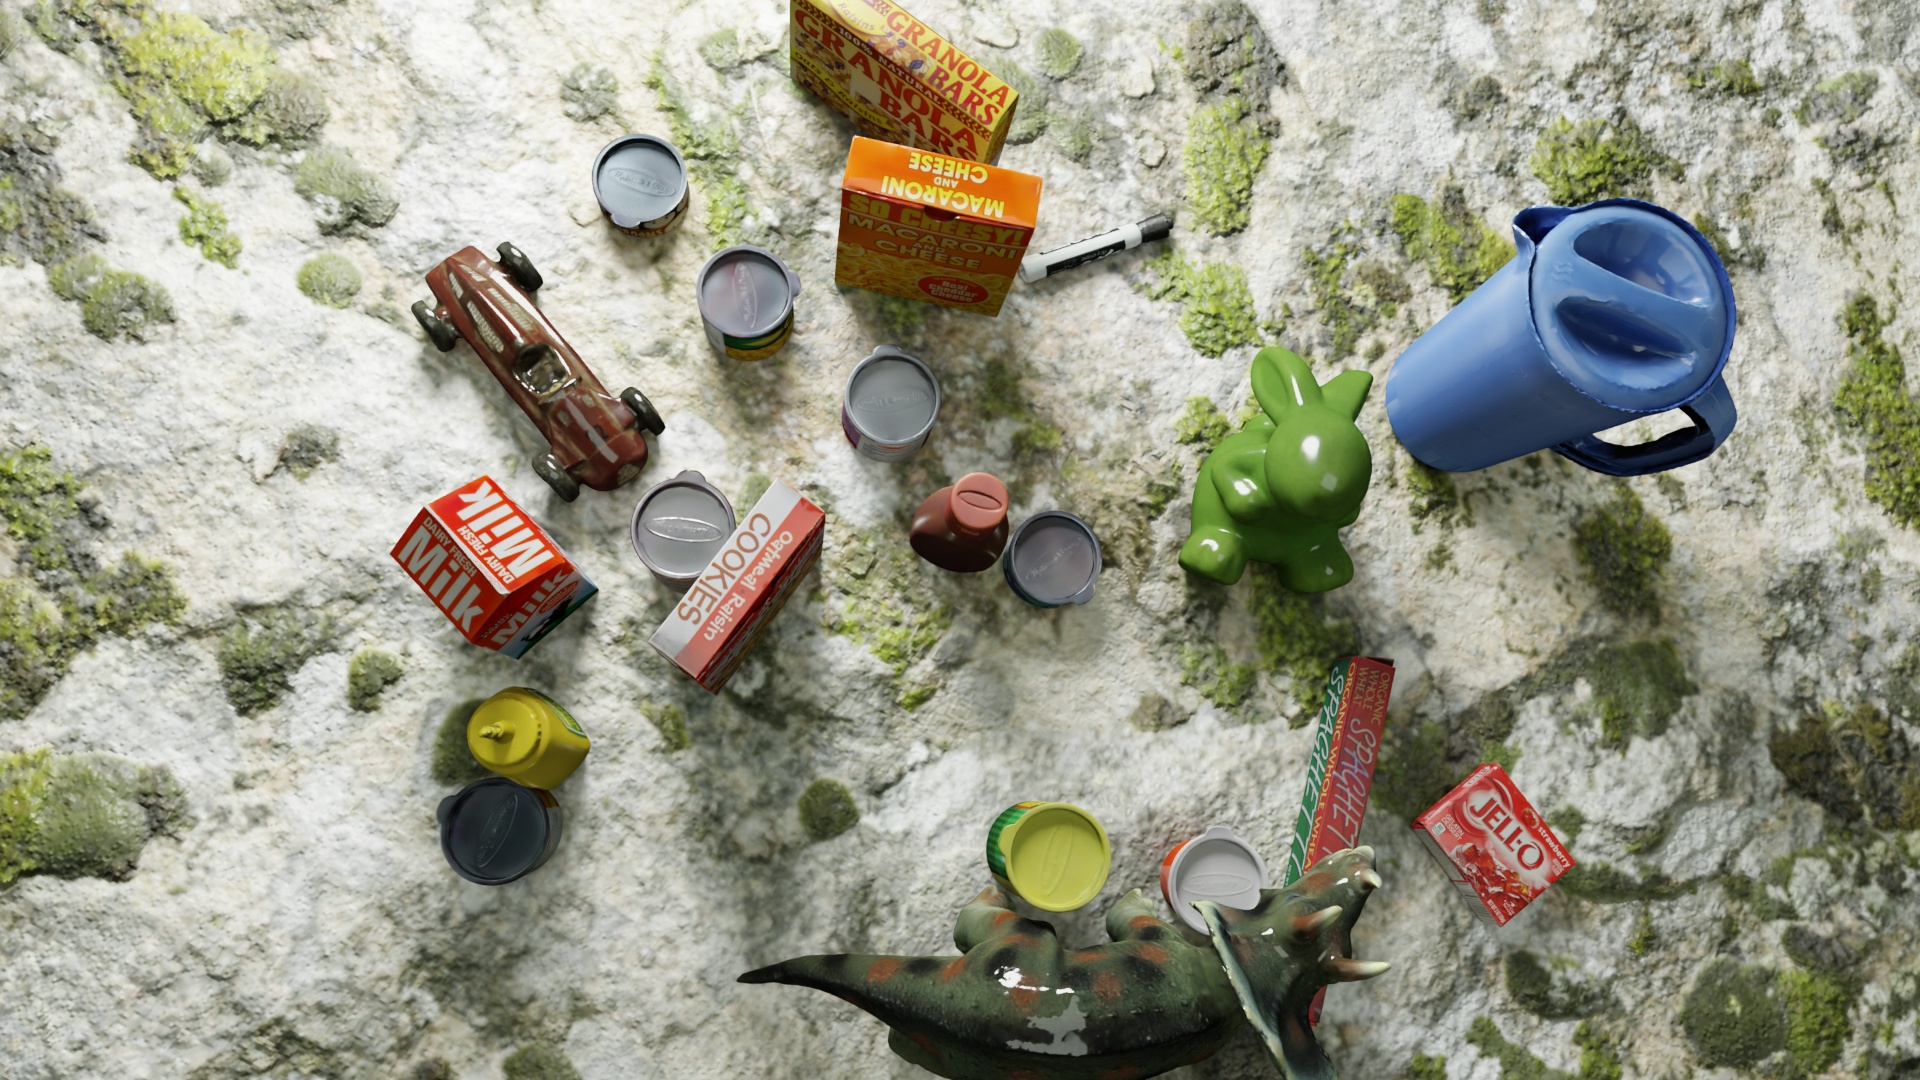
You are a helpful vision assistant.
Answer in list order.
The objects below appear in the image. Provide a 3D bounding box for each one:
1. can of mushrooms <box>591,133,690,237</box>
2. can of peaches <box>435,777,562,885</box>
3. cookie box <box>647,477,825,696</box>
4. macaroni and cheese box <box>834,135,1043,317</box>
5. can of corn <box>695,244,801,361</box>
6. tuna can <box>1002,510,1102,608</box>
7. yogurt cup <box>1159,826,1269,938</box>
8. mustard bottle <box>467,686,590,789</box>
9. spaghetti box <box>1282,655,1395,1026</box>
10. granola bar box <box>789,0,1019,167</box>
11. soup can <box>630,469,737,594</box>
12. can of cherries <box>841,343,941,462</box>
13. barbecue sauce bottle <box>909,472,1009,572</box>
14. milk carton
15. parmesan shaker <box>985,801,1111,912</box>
[{"bbox_3d":[-0.227,-0.249,0.985,0.071,0.033,0.071,1,80,-7],"label":"can of mushrooms"},{"bbox_3d":[-0.294,0.183,0.887,0.071,0.058,0.071,1,80,-6],"label":"can of peaches"},{"bbox_3d":[-0.136,0.035,0.877,0.040,0.167,0.123,36,78,0],"label":"cookie box"},{"bbox_3d":[-0.019,-0.205,0.934,0.124,0.166,0.040,11,80,-5],"label":"macaroni and cheese box"},{"bbox_3d":[-0.146,-0.164,0.967,0.071,0.058,0.071,1,80,-6],"label":"can of corn"},{"bbox_3d":[0.065,0.016,0.973,0.071,0.032,0.071,1,80,-7],"label":"tuna can"},{"bbox_3d":[0.167,0.230,0.936,0.072,0.054,0.072,1,80,-6],"label":"yogurt cup"},{"bbox_3d":[-0.268,0.119,0.850,0.065,0.160,0.049,42,79,1],"label":"mustard bottle"},{"bbox_3d":[0.252,0.200,0.953,0.029,0.050,0.250,17,79,-4],"label":"spaghetti box"},{"bbox_3d":[-0.042,-0.319,0.973,0.165,0.124,0.039,36,79,0],"label":"granola bar box"},{"bbox_3d":[-0.180,-0.004,0.921,0.071,0.083,0.071,1,80,-6],"label":"soup can"},{"bbox_3d":[-0.049,-0.094,0.966,0.071,0.058,0.071,1,80,-6],"label":"can of cherries"},{"bbox_3d":[0.003,-0.011,0.911,0.065,0.148,0.044,18,79,-3],"label":"barbecue sauce bottle"},{"bbox_3d":[-0.284,0.018,0.850,0.073,0.190,0.072,-43,87,-11],"label":"milk carton"},{"bbox_3d":[0.052,0.201,0.902,0.071,0.103,0.071,1,80,-6],"label":"parmesan shaker"}]
